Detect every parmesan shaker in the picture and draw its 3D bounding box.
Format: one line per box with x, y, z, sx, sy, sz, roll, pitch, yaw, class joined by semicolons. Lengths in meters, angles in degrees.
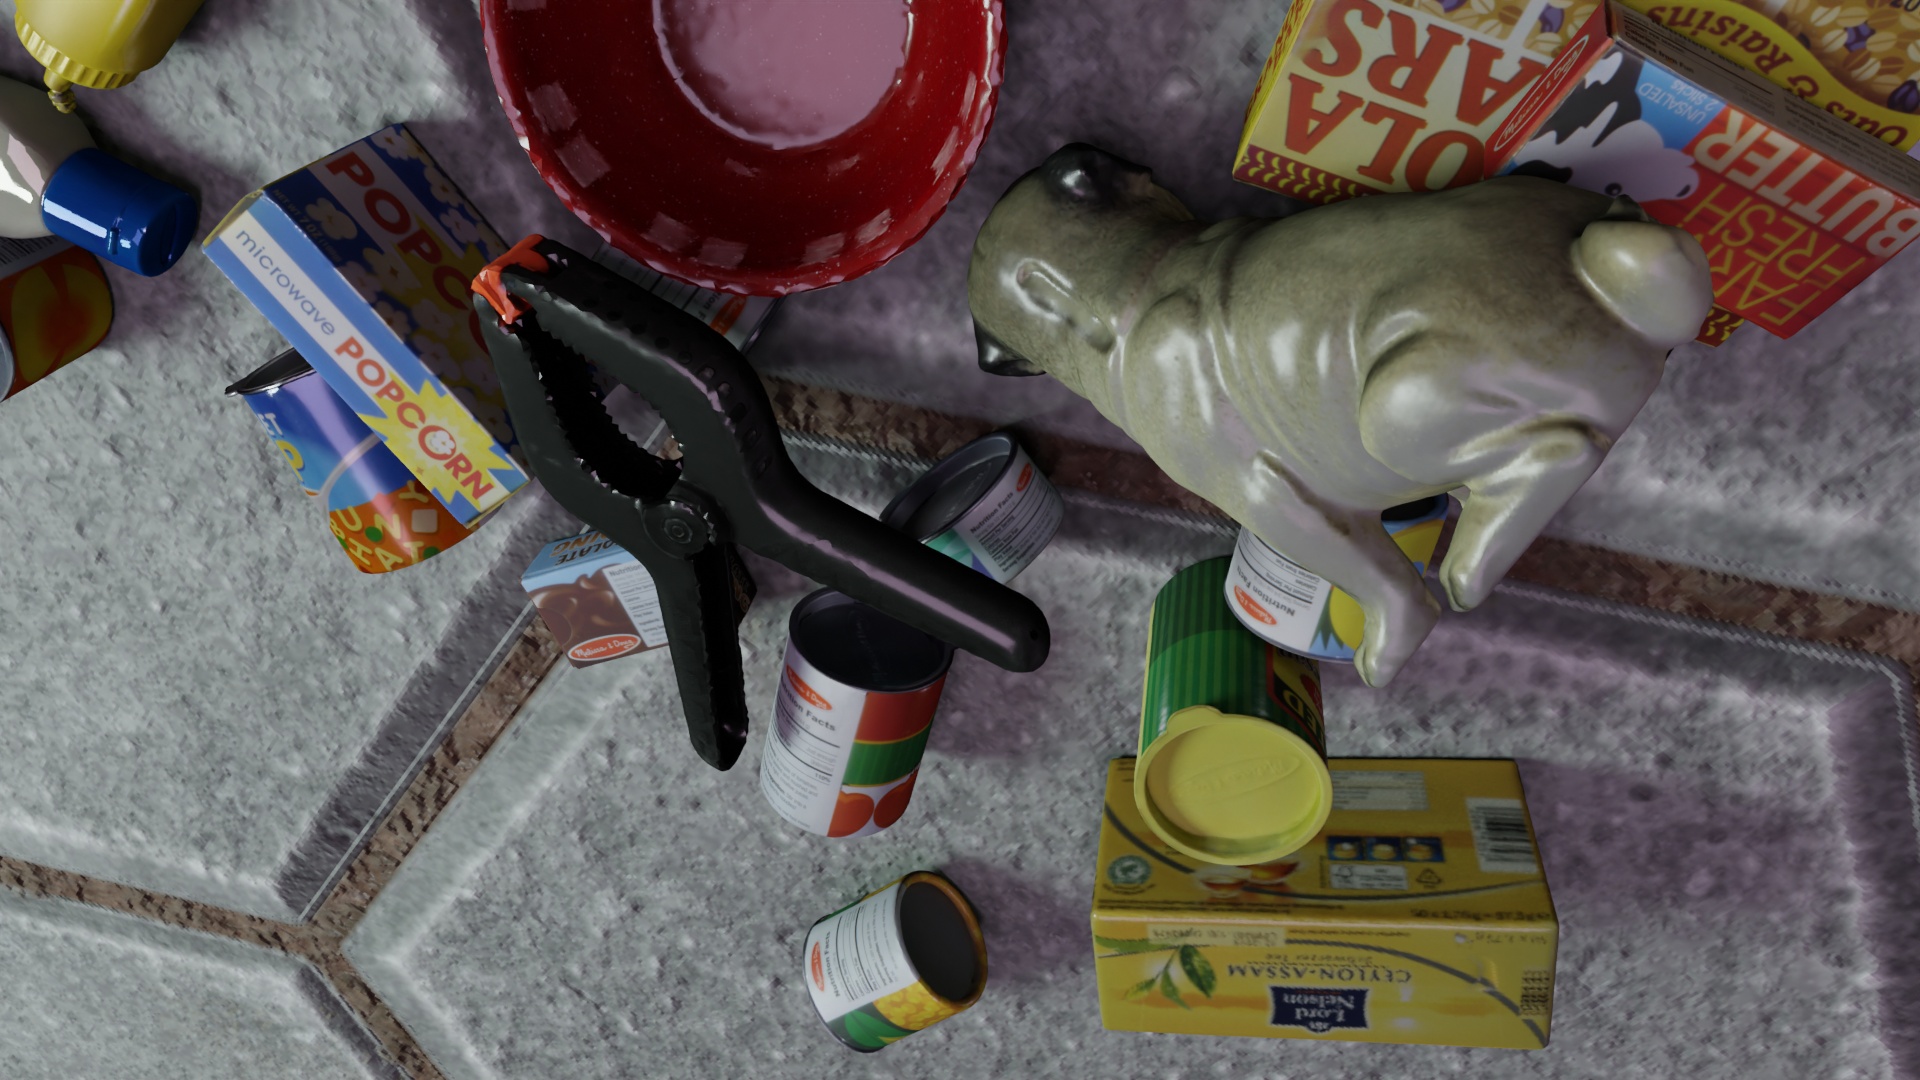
0.099;0.057;0.511;0.071;0.103;0.071;5;122;8;parmesan shaker

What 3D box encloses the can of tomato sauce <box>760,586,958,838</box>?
-0.042;0.070;0.571;0.071;0.071;0.082;16;123;1;can of tomato sauce

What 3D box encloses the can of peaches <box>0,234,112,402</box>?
-0.383;-0.090;0.546;0.071;0.058;0.071;5;122;8;can of peaches

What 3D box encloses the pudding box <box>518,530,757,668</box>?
-0.134;0.019;0.578;0.083;0.030;0.049;-15;118;19;pudding box

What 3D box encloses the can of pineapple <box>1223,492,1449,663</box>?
0.134;0.001;0.494;0.071;0.071;0.057;12;122;4;can of pineapple

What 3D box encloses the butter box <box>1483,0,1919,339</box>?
0.201;-0.098;0.375;0.103;0.024;0.052;24;142;-6;butter box

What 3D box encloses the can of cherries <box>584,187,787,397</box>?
-0.102;-0.081;0.492;0.058;0.072;0.071;34;121;-9;can of cherries

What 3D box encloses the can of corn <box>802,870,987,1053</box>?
-0.028;0.194;0.643;0.058;0.071;0.071;-33;110;26;can of corn

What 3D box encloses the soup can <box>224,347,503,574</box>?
-0.229;-0.038;0.540;0.071;0.072;0.083;-13;117;18;soup can

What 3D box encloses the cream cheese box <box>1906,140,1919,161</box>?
0.313;-0.147;0.393;0.103;0.024;0.053;-33;111;27;cream cheese box

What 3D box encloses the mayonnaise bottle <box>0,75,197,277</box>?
-0.365;-0.148;0.519;0.148;0.041;0.064;27;123;-7;mayonnaise bottle

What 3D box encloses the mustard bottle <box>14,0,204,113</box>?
-0.275;-0.196;0.459;0.048;0.066;0.159;42;123;-19;mustard bottle

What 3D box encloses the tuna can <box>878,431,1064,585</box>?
0.002;-0.006;0.516;0.071;0.071;0.032;-29;112;25;tuna can

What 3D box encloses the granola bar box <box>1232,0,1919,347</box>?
0.178;-0.133;0.397;0.166;0.039;0.123;19;143;0;granola bar box

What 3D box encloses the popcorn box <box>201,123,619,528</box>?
-0.190;-0.079;0.498;0.038;0.085;0.126;-29;111;24;popcorn box
